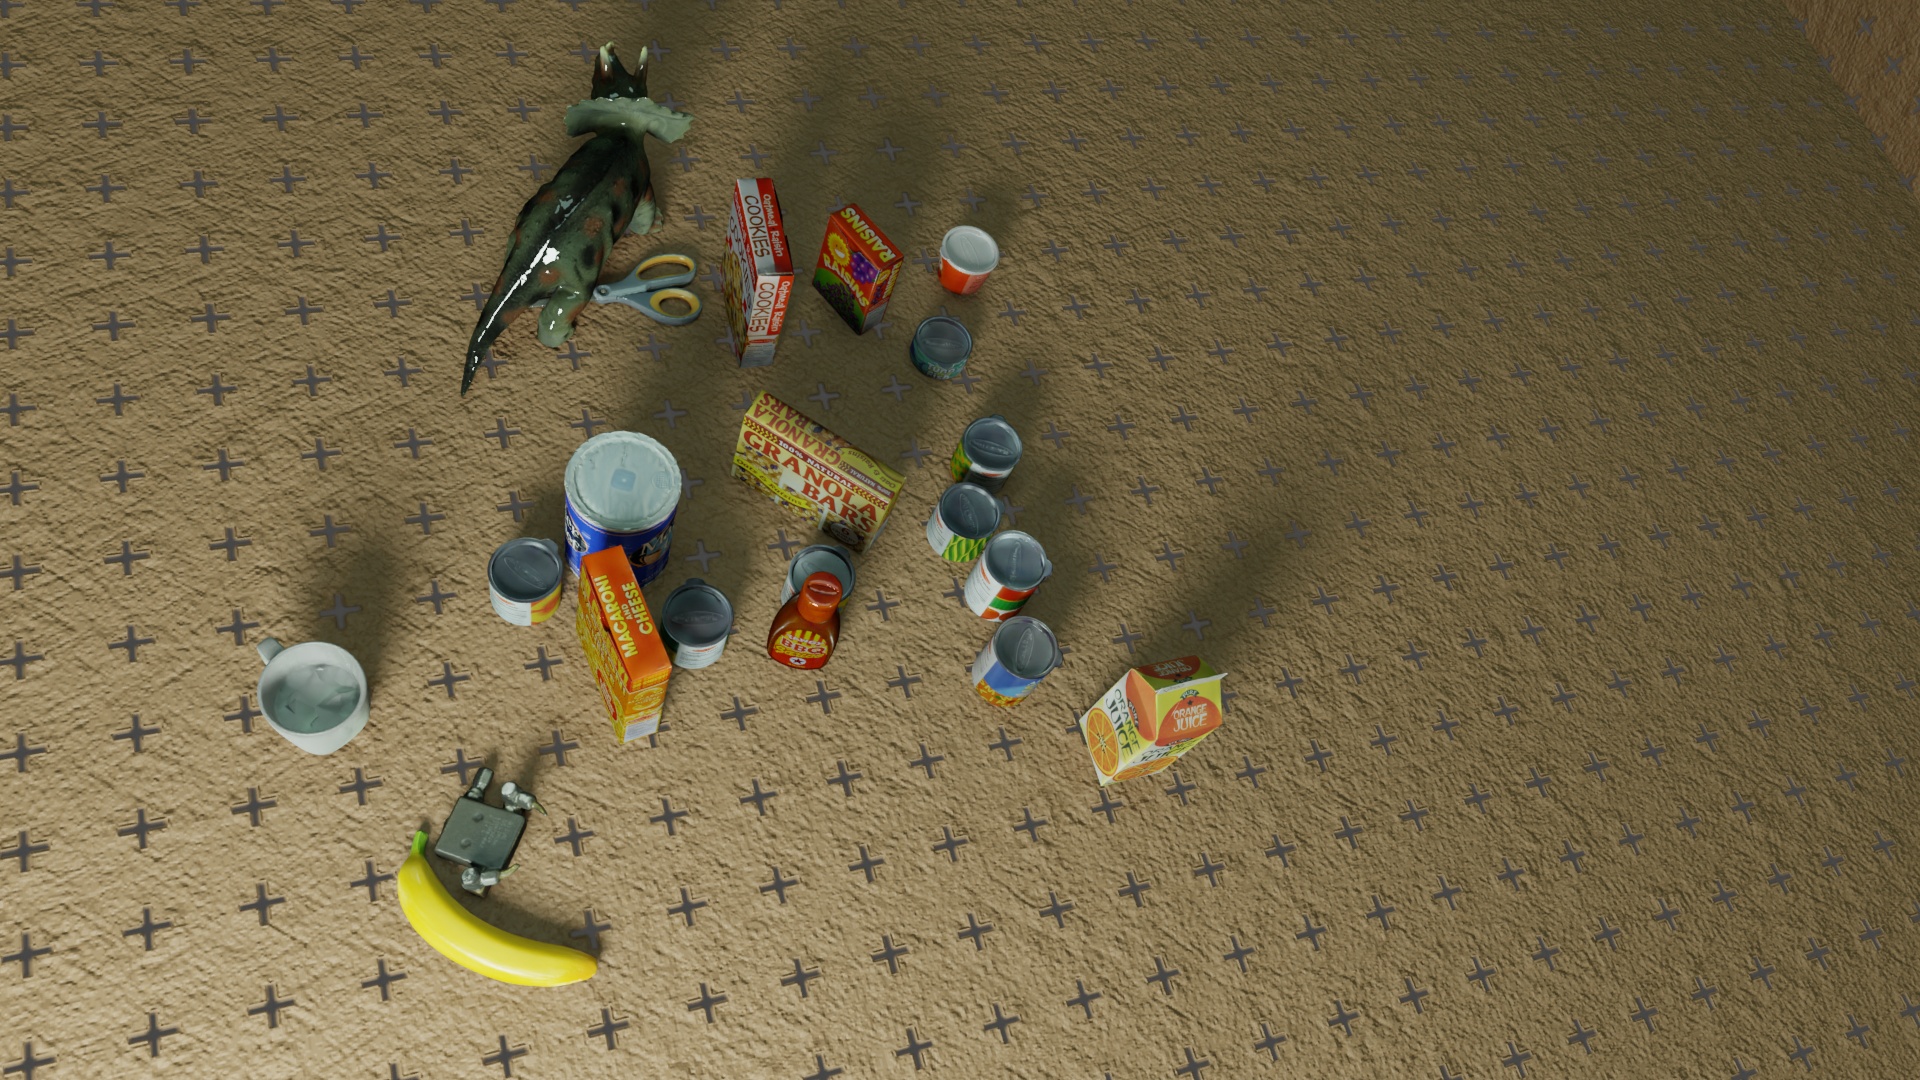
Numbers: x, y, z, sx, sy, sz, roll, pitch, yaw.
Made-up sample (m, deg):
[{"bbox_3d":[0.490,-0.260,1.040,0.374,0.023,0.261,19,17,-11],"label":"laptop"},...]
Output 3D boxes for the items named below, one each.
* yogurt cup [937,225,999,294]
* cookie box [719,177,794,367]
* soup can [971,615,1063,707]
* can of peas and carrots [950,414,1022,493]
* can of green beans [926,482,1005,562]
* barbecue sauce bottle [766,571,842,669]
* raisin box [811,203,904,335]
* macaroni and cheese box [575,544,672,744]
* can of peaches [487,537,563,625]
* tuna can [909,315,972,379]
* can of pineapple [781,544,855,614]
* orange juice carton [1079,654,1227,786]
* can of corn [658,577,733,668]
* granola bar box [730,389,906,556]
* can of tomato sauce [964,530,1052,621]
[{"bbox_3d":[0.006,-0.321,1.605,0.072,0.053,0.073,7,62,-13],"label":"yogurt cup"},{"bbox_3d":[-0.214,-0.278,1.451,0.040,0.166,0.123,-7,66,-20],"label":"cookie box"},{"bbox_3d":[0.055,0.122,1.372,0.071,0.083,0.071,7,62,-13],"label":"soup can"},{"bbox_3d":[0.027,-0.092,1.490,0.071,0.058,0.071,7,62,-13],"label":"can of peas and carrots"},{"bbox_3d":[0.003,-0.018,1.445,0.071,0.057,0.071,7,62,-13],"label":"can of green beans"},{"bbox_3d":[-0.141,0.075,1.301,0.065,0.147,0.044,14,61,-9],"label":"barbecue sauce bottle"},{"bbox_3d":[-0.114,-0.295,1.516,0.040,0.122,0.086,-35,78,-28],"label":"raisin box"},{"bbox_3d":[-0.302,0.096,1.231,0.040,0.165,0.124,-19,70,-24],"label":"macaroni and cheese box"},{"bbox_3d":[-0.403,0.038,1.294,0.071,0.057,0.071,7,62,-13],"label":"can of peaches"},{"bbox_3d":[-0.022,-0.213,1.553,0.071,0.032,0.071,7,62,-13],"label":"tuna can"},{"bbox_3d":[-0.139,0.045,1.369,0.071,0.057,0.071,7,62,-13],"label":"can of pineapple"},{"bbox_3d":[0.186,0.167,1.324,0.072,0.191,0.073,-9,67,-21],"label":"orange juice carton"},{"bbox_3d":[-0.252,0.079,1.318,0.071,0.058,0.071,7,62,-13],"label":"can of corn"},{"bbox_3d":[-0.145,-0.064,1.386,0.165,0.123,0.039,31,59,1],"label":"granola bar box"},{"bbox_3d":[0.047,0.038,1.414,0.071,0.082,0.071,7,62,-13],"label":"can of tomato sauce"}]
